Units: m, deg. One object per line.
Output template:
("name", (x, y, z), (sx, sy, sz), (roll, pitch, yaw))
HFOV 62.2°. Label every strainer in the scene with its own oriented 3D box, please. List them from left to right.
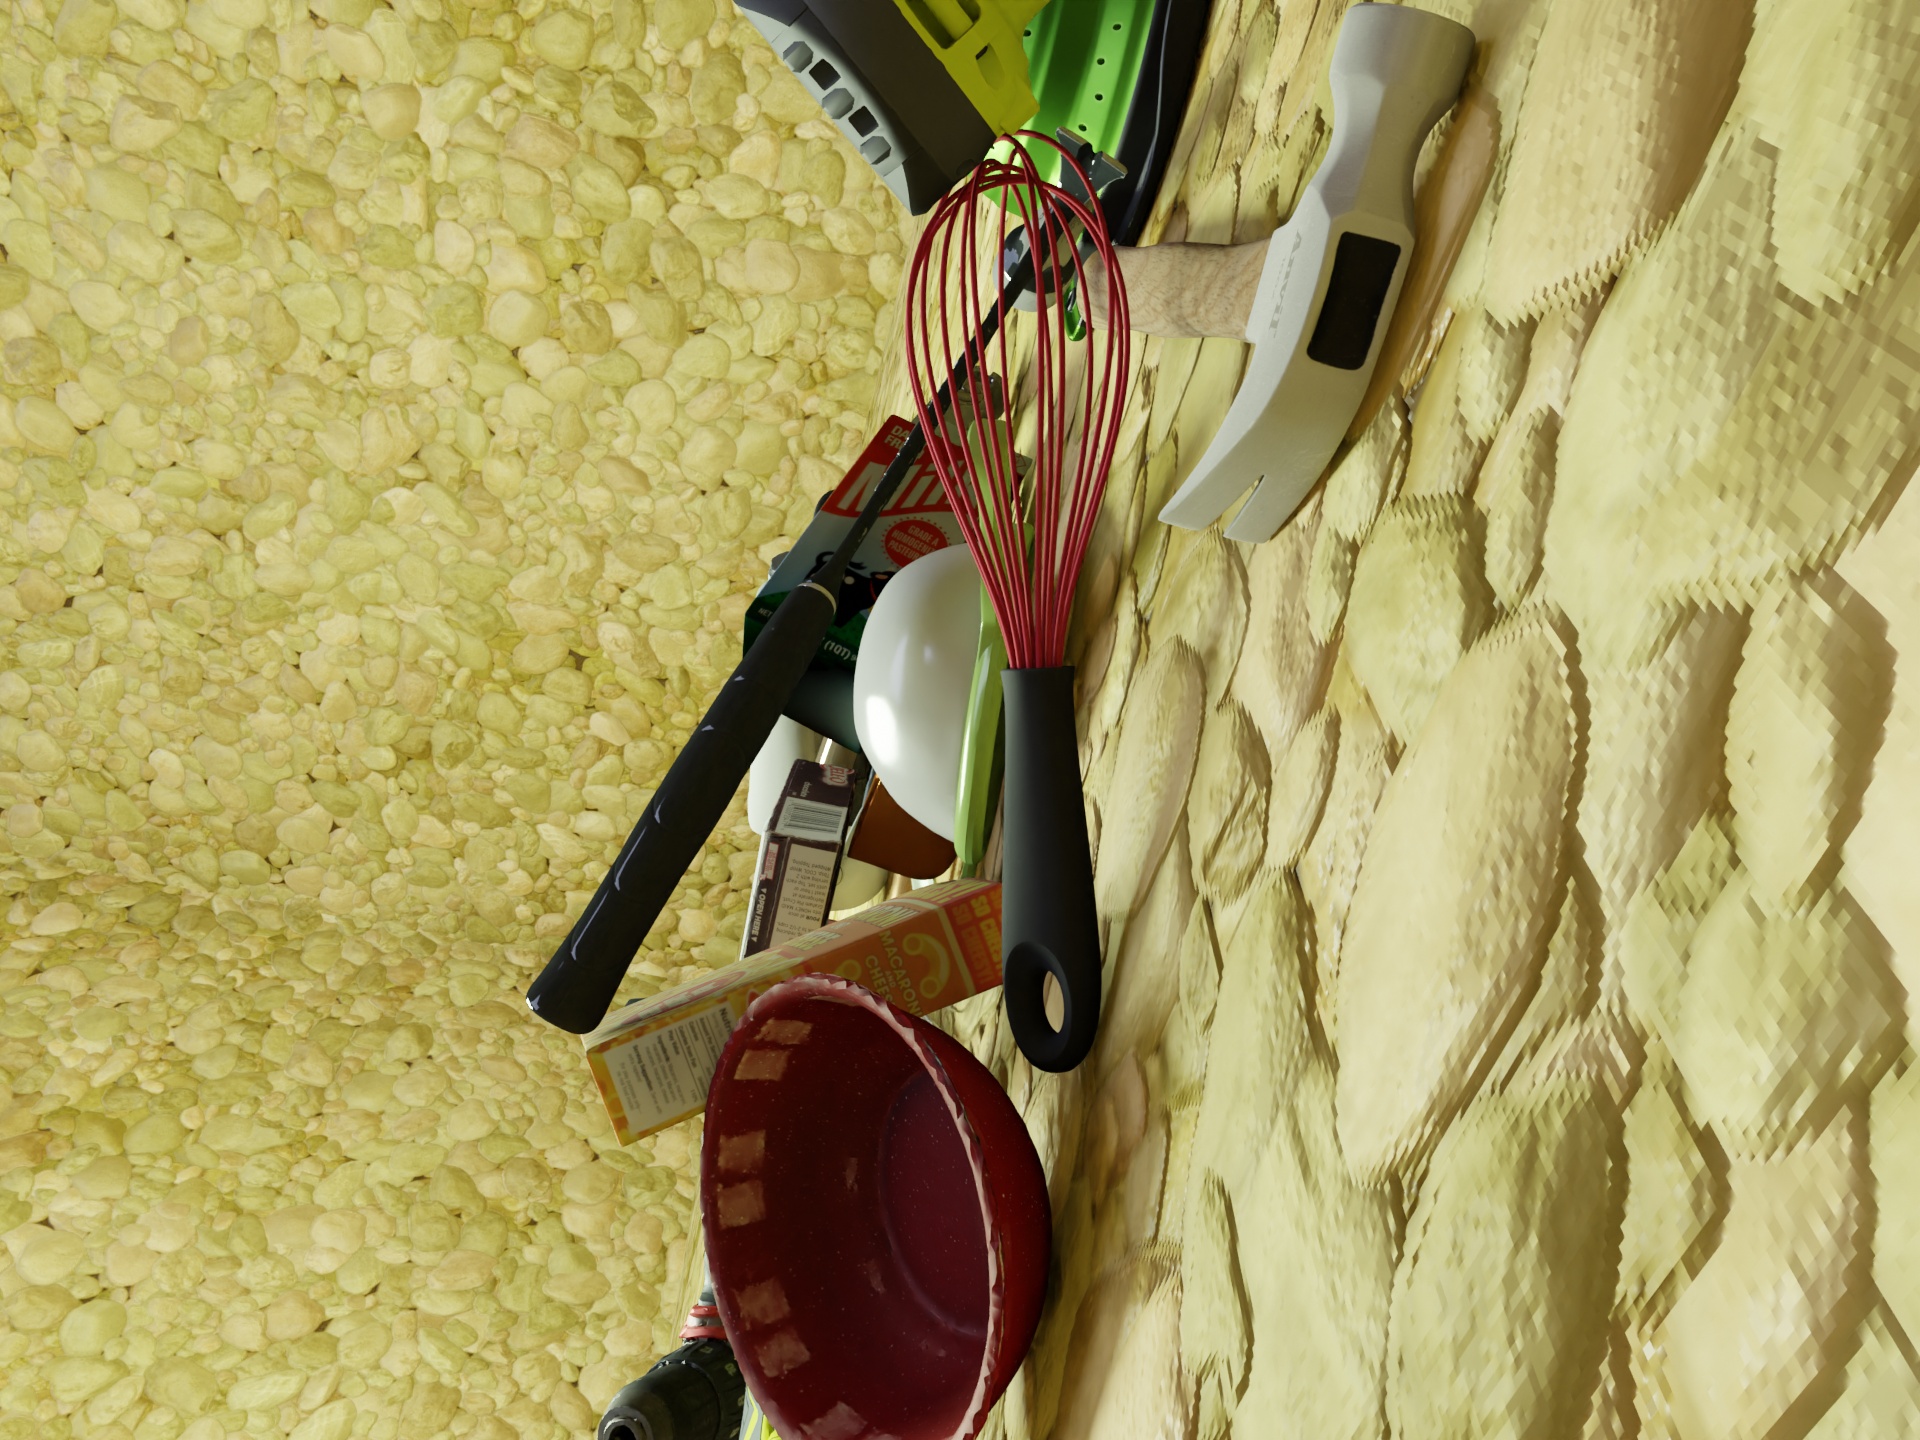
("strainer", (-0.083, 0.102, 1.042), (0.258, 0.050, 0.087), (1, -69, -83))
("strainer", (-0.011, -0.040, 0.650), (0.256, 0.069, 0.152), (88, -168, -62))

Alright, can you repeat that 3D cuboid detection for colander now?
("colander", (0.066, -0.377, 0.712), (0.205, 0.094, 0.396), (-90, 15, -55))

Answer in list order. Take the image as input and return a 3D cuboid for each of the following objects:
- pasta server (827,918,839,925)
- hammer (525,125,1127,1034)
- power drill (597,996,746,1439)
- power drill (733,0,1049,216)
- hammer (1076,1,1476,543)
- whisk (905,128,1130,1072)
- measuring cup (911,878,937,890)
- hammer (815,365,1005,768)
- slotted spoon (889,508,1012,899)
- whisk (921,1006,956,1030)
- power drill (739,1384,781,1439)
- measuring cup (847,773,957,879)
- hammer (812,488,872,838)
("pasta server", (-0.081, 0.235, 1.012), (0.060, 0.040, 0.317), (54, -163, -31))
("hammer", (-0.048, -0.060, 0.631), (0.409, 0.036, 0.149), (-59, 4, -13))
("power drill", (-0.123, 0.253, 0.805), (0.187, 0.080, 0.227), (21, -115, -69))
("power drill", (0.044, -0.254, 0.455), (0.223, 0.080, 0.171), (-39, 21, 12))
("hammer", (0.076, -0.140, 0.526), (0.331, 0.031, 0.130), (-108, 31, -74))
("whisk", (0.023, -0.036, 0.501), (0.073, 0.073, 0.296), (-168, 74, -82))
("measuring cup", (-0.013, 0.033, 0.871), (0.083, 0.038, 0.168), (-17, 77, 53))
("hammer", (-0.065, -0.028, 1.046), (0.146, 0.038, 0.410), (-59, -8, -59))
("slotted spoon", (-0.012, 0.003, 0.923), (0.070, 0.031, 0.313), (34, 115, 62))
("whisk", (-0.050, 0.128, 0.849), (0.284, 0.070, 0.070), (159, 123, -80))
("power drill", (-0.062, 0.251, 0.639), (0.190, 0.080, 0.229), (112, 167, -45))
("measuring cup", (-0.001, -0.003, 0.798), (0.095, 0.052, 0.173), (147, 147, -83))
("hammer", (-0.081, -0.042, 1.172), (0.334, 0.035, 0.146), (91, -173, -52))
